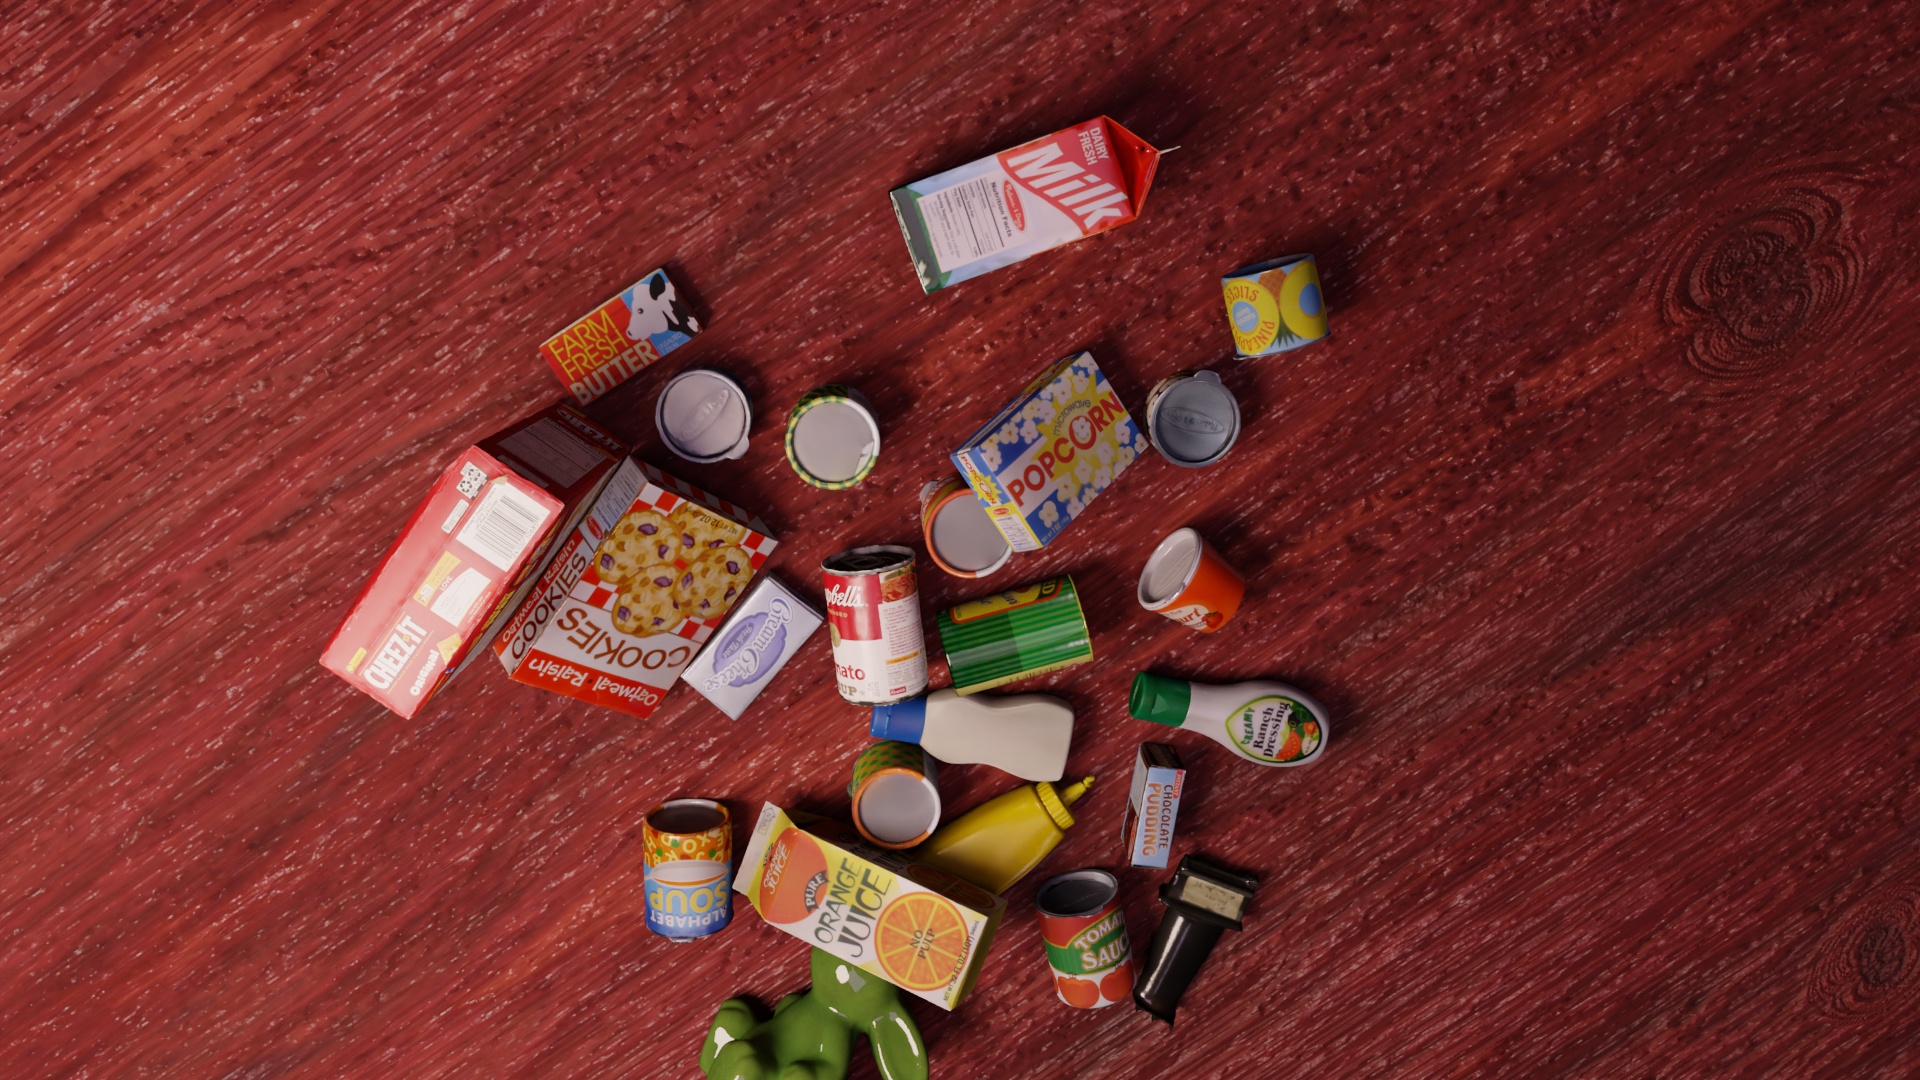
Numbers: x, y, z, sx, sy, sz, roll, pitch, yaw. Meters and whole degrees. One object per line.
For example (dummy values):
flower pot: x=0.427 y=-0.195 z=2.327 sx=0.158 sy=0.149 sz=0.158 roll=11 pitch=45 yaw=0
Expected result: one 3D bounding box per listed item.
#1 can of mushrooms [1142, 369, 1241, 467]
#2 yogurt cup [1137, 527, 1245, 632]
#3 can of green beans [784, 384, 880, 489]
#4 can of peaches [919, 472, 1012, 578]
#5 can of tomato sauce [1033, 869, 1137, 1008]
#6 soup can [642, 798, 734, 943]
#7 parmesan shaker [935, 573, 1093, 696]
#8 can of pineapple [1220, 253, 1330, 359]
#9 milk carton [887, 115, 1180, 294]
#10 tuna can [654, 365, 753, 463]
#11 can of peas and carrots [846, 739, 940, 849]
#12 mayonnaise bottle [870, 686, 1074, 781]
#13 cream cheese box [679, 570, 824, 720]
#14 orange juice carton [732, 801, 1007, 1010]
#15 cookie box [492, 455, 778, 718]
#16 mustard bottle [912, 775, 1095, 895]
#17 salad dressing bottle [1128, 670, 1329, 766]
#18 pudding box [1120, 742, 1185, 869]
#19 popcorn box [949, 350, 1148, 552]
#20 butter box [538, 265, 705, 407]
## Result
can of mushrooms: x=0.167 y=-0.090 z=1.003 sx=0.071 sy=0.033 sz=0.071 roll=-1 pitch=104 yaw=-3
yogurt cup: x=0.171 y=0.032 z=1.019 sx=0.054 sy=0.072 sz=0.072 roll=31 pitch=100 yaw=-19
can of green beans: x=-0.089 y=-0.073 z=0.975 sx=0.071 sy=0.058 sz=0.071 roll=-1 pitch=104 yaw=-4
can of peaches: x=0.004 y=-0.012 z=0.997 sx=0.071 sy=0.058 sz=0.071 roll=-1 pitch=104 yaw=-4
can of tomato sauce: x=0.099 y=0.309 z=1.076 sx=0.071 sy=0.071 sz=0.083 roll=-14 pitch=105 yaw=-1
soup can: x=-0.203 y=0.245 z=1.036 sx=0.071 sy=0.071 sz=0.083 roll=0 pitch=104 yaw=-4
parmesan shaker: x=0.039 y=0.069 z=1.012 sx=0.103 sy=0.071 sz=0.071 roll=-15 pitch=104 yaw=0
can of pineapple: x=0.219 y=-0.164 z=0.972 sx=0.071 sy=0.071 sz=0.057 roll=-16 pitch=104 yaw=0
milk carton: x=0.052 y=-0.234 z=0.940 sx=0.191 sy=0.072 sz=0.073 roll=-19 pitch=105 yaw=2
tuna can: x=-0.178 y=-0.088 z=0.977 sx=0.071 sy=0.033 sz=0.071 roll=-1 pitch=104 yaw=-4
can of peas and carrots: x=-0.051 y=0.190 z=1.041 sx=0.071 sy=0.059 sz=0.070 roll=-1 pitch=103 yaw=-4
mayonnaise bottle: x=0.008 y=0.140 z=1.043 sx=0.148 sy=0.041 sz=0.064 roll=10 pitch=101 yaw=-6
cream cheese box: x=-0.153 y=0.077 z=1.023 sx=0.053 sy=0.024 sz=0.103 roll=40 pitch=98 yaw=-13
orange juice carton: x=-0.071 y=0.261 z=1.012 sx=0.193 sy=0.073 sz=0.072 roll=22 pitch=90 yaw=13
cookie box: x=-0.225 y=0.038 z=0.968 sx=0.123 sy=0.040 sz=0.167 roll=28 pitch=102 yaw=-47
mustard bottle: x=0.037 y=0.226 z=1.061 sx=0.160 sy=0.049 sz=0.065 roll=-33 pitch=96 yaw=4
salad dressing bottle: x=0.203 y=0.132 z=1.054 sx=0.148 sy=0.044 sz=0.064 roll=12 pitch=101 yaw=-7
pudding box: x=0.147 y=0.203 z=1.064 sx=0.030 sy=0.050 sz=0.083 roll=8 pitch=102 yaw=-4
popcorn box: x=0.063 y=-0.062 z=0.967 sx=0.127 sy=0.038 sz=0.085 roll=-43 pitch=105 yaw=-29
butter box: x=-0.235 y=-0.141 z=0.964 sx=0.103 sy=0.024 sz=0.053 roll=-32 pitch=103 yaw=3
